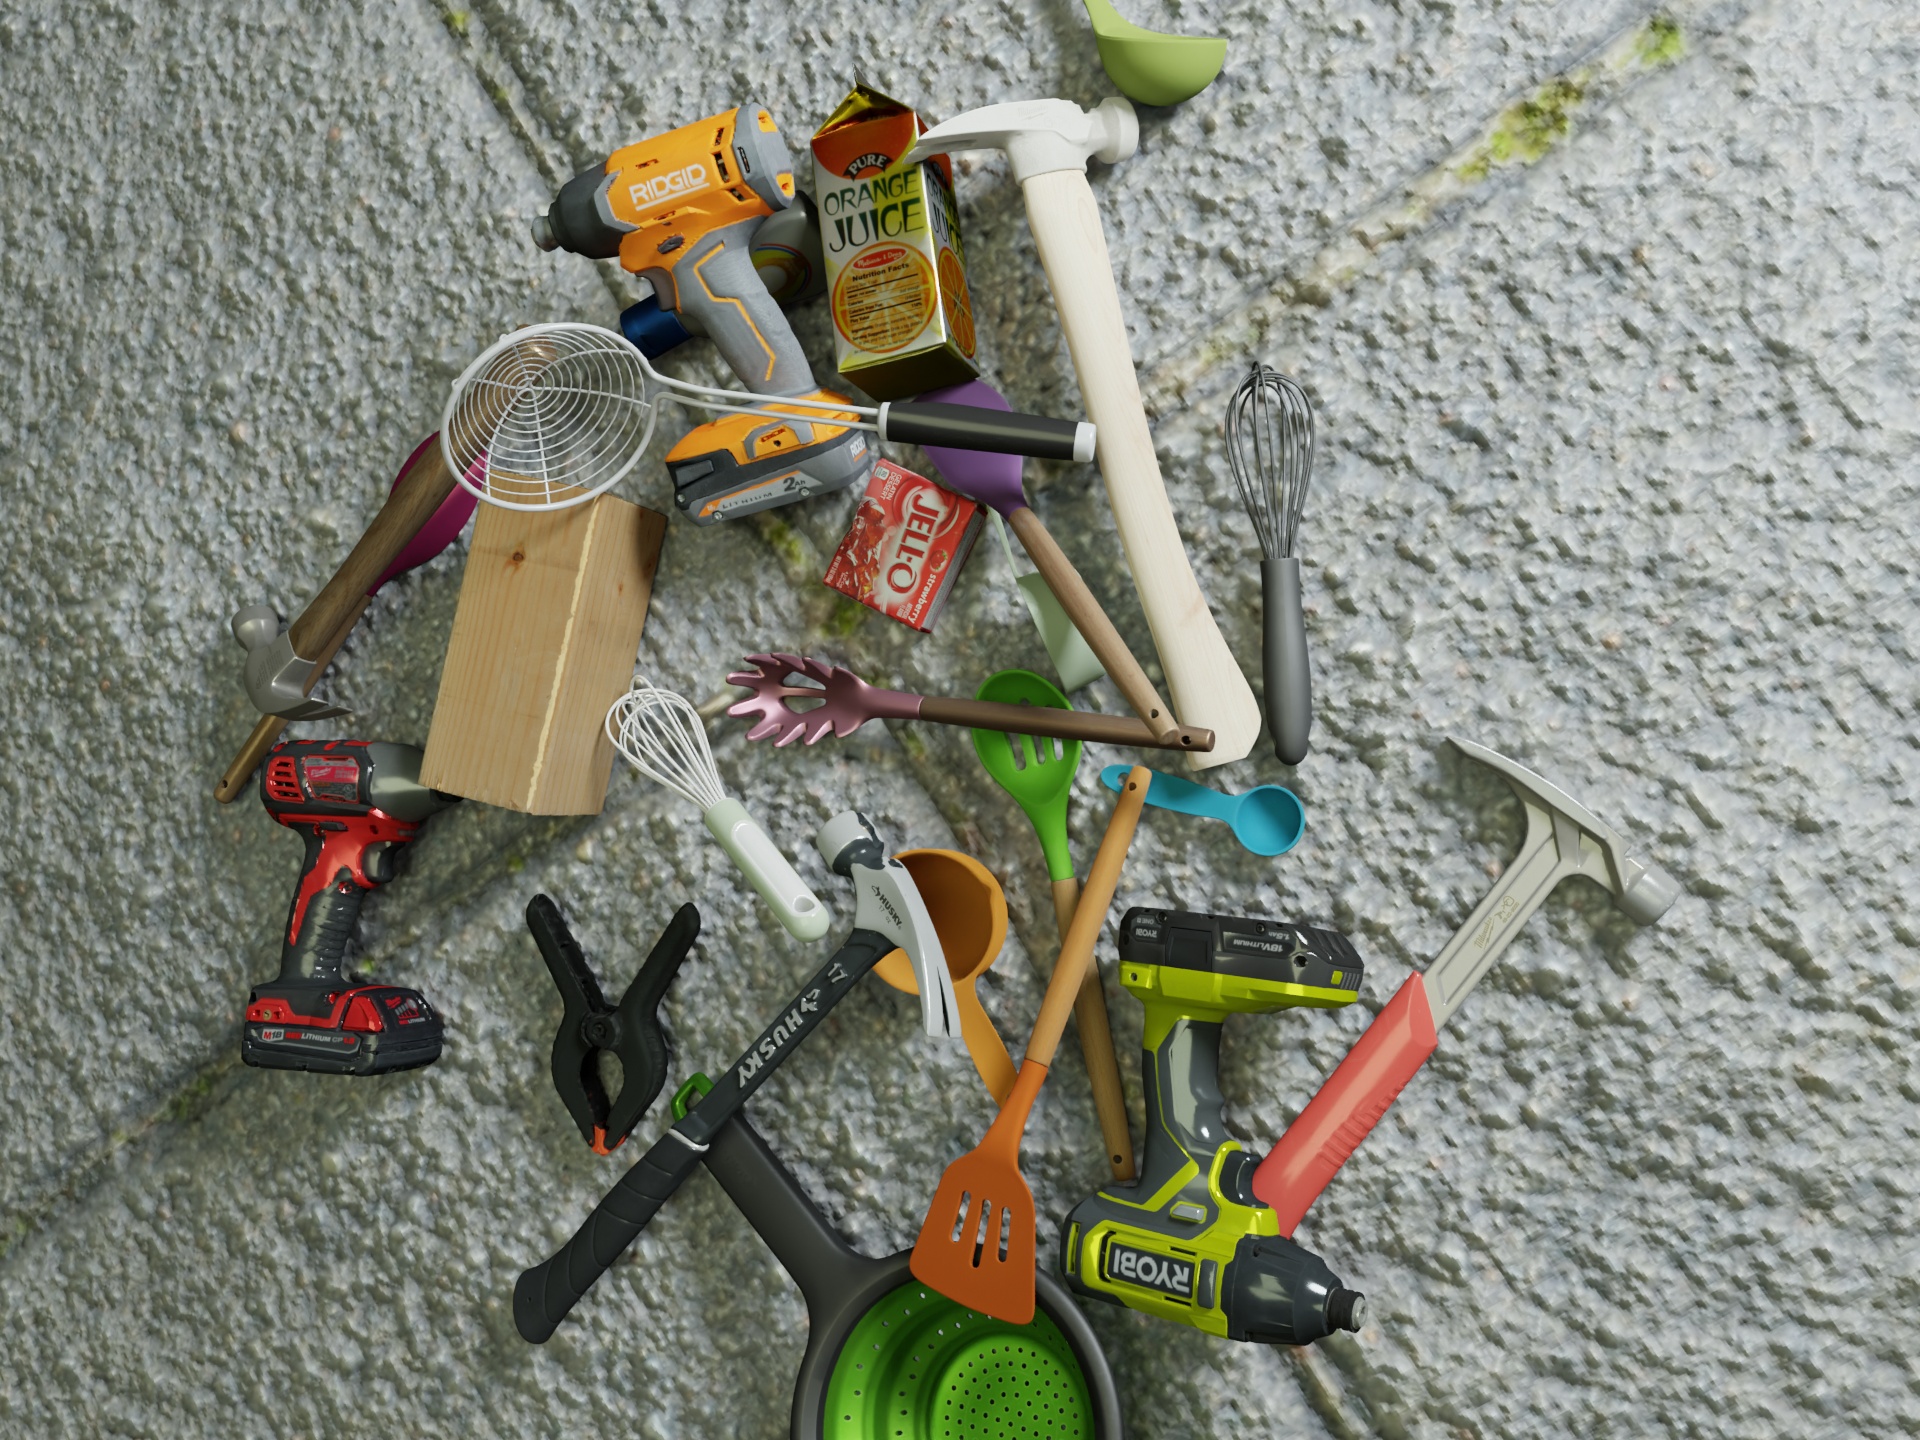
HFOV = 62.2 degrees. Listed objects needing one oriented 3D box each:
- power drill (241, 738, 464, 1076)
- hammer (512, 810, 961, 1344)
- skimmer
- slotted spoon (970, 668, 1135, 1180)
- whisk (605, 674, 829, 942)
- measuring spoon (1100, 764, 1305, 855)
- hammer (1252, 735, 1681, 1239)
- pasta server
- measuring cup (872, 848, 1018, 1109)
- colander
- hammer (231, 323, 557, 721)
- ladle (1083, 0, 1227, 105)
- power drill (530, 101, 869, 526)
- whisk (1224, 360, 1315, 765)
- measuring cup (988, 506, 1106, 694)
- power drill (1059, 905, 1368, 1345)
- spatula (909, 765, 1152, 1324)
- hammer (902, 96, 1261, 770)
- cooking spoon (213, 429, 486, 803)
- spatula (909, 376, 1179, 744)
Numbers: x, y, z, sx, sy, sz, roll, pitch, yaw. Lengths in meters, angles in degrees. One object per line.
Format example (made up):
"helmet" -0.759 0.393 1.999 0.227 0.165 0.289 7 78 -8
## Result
"power drill" -0.404 0.122 1.072 0.143 0.078 0.220 1 84 15
"hammer" -0.152 0.248 0.972 0.409 0.036 0.149 -49 55 18
"skimmer" -0.108 -0.158 0.906 0.363 0.127 0.090 8 50 7
"slotted spoon" 0.066 0.122 0.965 0.070 0.031 0.314 -14 85 24
"whisk" -0.150 0.052 0.975 0.247 0.058 0.059 45 142 37
"measuring spoon" 0.145 0.049 0.955 0.129 0.021 0.042 16 84 25
"hammer" 0.236 0.187 0.909 0.149 0.036 0.359 38 97 14
"pasta server" -0.002 -0.003 0.957 0.316 0.040 0.060 7 103 27
"measuring cup" 0.004 0.159 0.968 0.095 0.052 0.174 -28 82 12
"colander" -0.040 0.362 0.959 0.204 0.094 0.397 -49 58 3
"hammer" -0.373 -0.126 1.050 0.331 0.031 0.130 -45 56 18
"ladle" 0.059 -0.505 0.988 0.320 0.078 0.062 59 141 15
"power drill" -0.160 -0.241 0.979 0.164 0.084 0.226 -13 108 14
"whisk" 0.186 -0.092 0.937 0.055 0.055 0.239 -4 90 15
"measuring cup" 0.050 -0.096 0.968 0.038 0.083 0.168 -22 66 5
"power drill" 0.150 0.222 0.881 0.171 0.080 0.223 2 81 36
"spatula" 0.054 0.177 0.918 0.081 0.041 0.323 13 72 28
"hammer" 0.087 -0.169 0.943 0.146 0.038 0.411 -14 86 -21
"cooking spoon" -0.433 -0.070 1.117 0.069 0.017 0.319 38 97 16
"spatula" 0.047 -0.104 0.926 0.060 0.018 0.316 -33 54 5
